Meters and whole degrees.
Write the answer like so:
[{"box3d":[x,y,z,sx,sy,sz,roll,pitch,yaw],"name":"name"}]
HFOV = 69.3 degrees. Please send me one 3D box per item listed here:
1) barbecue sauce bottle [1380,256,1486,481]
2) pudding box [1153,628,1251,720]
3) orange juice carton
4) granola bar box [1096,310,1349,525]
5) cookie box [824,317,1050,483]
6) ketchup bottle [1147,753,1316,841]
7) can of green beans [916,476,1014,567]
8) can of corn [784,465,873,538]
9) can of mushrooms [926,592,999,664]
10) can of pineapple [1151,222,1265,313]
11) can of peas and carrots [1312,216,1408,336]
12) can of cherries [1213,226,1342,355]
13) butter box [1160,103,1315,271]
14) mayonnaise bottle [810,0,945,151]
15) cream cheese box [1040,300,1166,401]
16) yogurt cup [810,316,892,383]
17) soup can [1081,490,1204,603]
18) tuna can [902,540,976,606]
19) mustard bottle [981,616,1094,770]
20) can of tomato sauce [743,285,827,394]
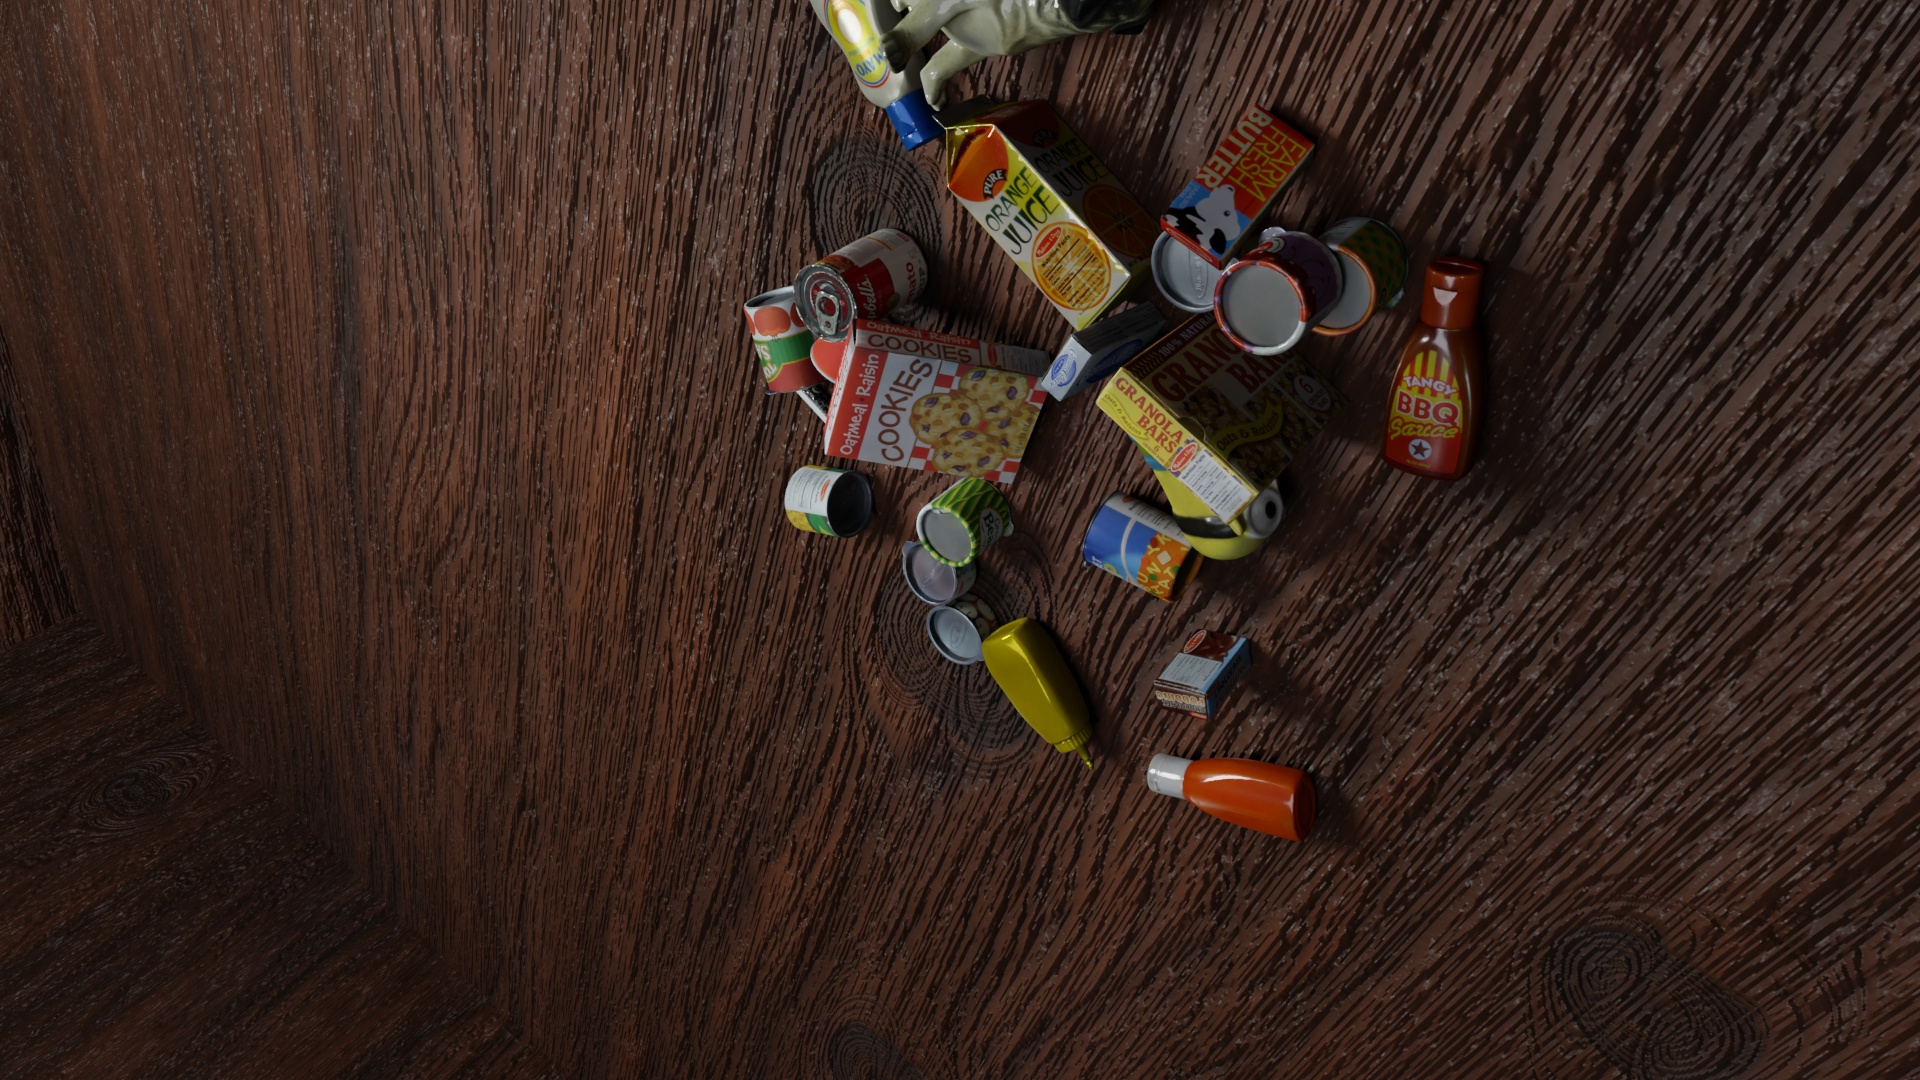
[{"box3d":[0.324,-0.116,0.937,0.065,0.044,0.147,20,128,32],"name":"barbecue sauce bottle"},{"box3d":[0.204,0.111,1.163,0.049,0.084,0.030,10,126,35],"name":"pudding box"},{"box3d":[0.062,-0.258,1.042,0.193,0.072,0.072,48,137,3],"name":"orange juice carton"},{"box3d":[0.188,-0.098,0.974,0.124,0.166,0.038,44,135,8],"name":"granola bar box"},{"box3d":[-0.021,-0.115,1.164,0.168,0.040,0.122,8,135,-13],"name":"cookie box"},{"box3d":[0.239,0.222,1.237,0.149,0.044,0.064,7,121,37],"name":"ketchup bottle"},{"box3d":[0.003,-0.017,1.265,0.071,0.058,0.071,21,130,28],"name":"can of green beans"},{"box3d":[-0.128,-0.037,1.358,0.058,0.071,0.071,10,123,37],"name":"can of corn"},{"box3d":[0.004,0.086,1.352,0.071,0.034,0.070,21,129,29],"name":"can of mushrooms"},{"box3d":[0.180,-0.202,0.989,0.071,0.058,0.070,22,130,28],"name":"can of pineapple"},{"box3d":[0.261,-0.176,0.938,0.071,0.059,0.070,22,130,29],"name":"can of peas and carrots"},{"box3d":[0.205,-0.163,0.905,0.071,0.059,0.071,22,130,29],"name":"can of cherries"},{"box3d":[0.187,-0.238,0.937,0.053,0.103,0.024,39,178,13],"name":"butter box"},{"box3d":[-0.061,-0.380,1.086,0.064,0.041,0.148,-19,104,44],"name":"mayonnaise bottle"},{"box3d":[0.109,-0.145,1.055,0.024,0.104,0.053,48,136,14],"name":"cream cheese box"},{"box3d":[-0.093,-0.175,1.237,0.072,0.073,0.053,41,128,11],"name":"yogurt cup"},{"box3d":[0.152,0.008,1.148,0.084,0.072,0.071,28,132,23],"name":"soup can"},{"box3d":[-0.021,0.025,1.326,0.071,0.033,0.070,16,117,34],"name":"tuna can"},{"box3d":[0.084,0.150,1.317,0.065,0.049,0.160,-24,101,46],"name":"mustard bottle"},{"box3d":[-0.158,-0.185,1.280,0.071,0.071,0.082,4,119,39],"name":"can of tomato sauce"}]
